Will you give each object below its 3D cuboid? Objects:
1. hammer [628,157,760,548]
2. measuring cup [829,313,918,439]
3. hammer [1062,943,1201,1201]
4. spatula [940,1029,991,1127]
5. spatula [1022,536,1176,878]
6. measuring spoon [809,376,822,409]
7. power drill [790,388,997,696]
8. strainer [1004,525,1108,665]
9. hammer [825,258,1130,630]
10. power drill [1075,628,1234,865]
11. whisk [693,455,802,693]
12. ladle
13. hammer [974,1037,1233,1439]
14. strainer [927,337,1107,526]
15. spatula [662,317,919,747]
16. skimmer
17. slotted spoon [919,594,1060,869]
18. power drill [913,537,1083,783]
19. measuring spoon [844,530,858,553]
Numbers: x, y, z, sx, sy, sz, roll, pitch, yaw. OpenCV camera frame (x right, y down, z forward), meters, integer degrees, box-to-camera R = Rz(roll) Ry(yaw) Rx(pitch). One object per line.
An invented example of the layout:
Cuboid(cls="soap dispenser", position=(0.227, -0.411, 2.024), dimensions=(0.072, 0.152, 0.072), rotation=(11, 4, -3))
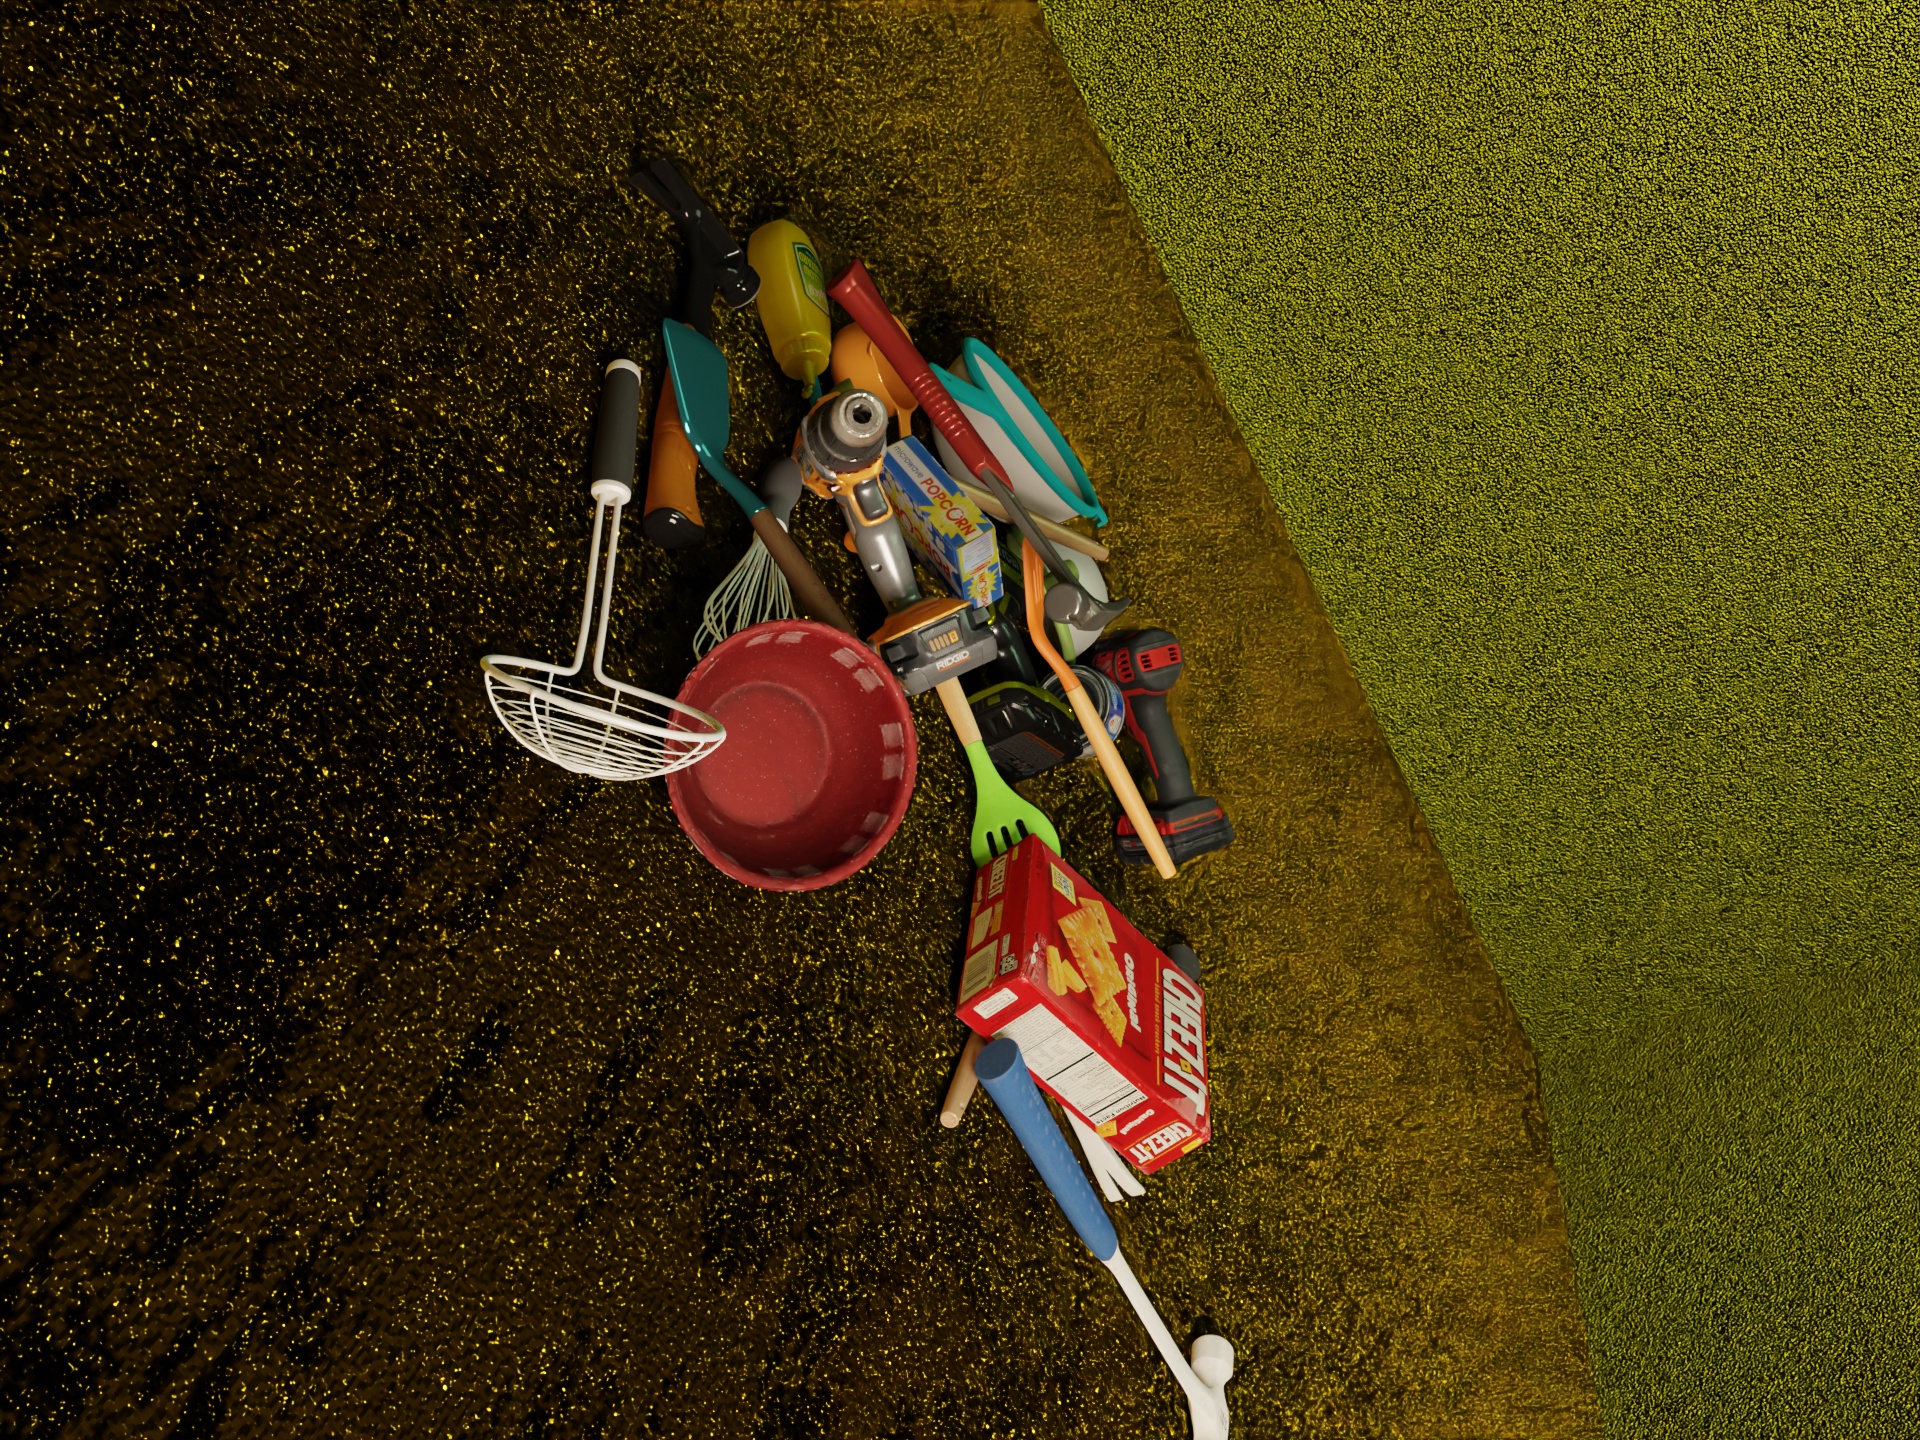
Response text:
Cuboid(cls="hammer", position=(-0.193, -0.251, 1.106), dimensions=(0.127, 0.034, 0.337), rotation=(47, 30, -43))
Cuboid(cls="measuring cup", position=(-0.071, -0.265, 1.385), dimensions=(0.095, 0.052, 0.174), rotation=(2, 81, -64))
Cuboid(cls="hammer", position=(0.163, 0.283, 1.420), dimensions=(0.149, 0.036, 0.409), rotation=(68, 22, -2))
Cuboid(cls="spatula", position=(0.030, 0.212, 1.205), dimensions=(0.059, 0.018, 0.316), rotation=(63, 22, -13))
Cuboid(cls="spatula", position=(0.116, -0.010, 1.365), dimensions=(0.322, 0.041, 0.081), rotation=(62, 17, -6))
Cuboid(cls="measuring spoon", position=(-0.118, -0.295, 1.334), dimensions=(0.042, 0.021, 0.129), rotation=(28, 45, -58))
Cuboid(cls="power drill", position=(-0.053, -0.134, 1.171), dimensions=(0.226, 0.084, 0.185), rotation=(66, -12, -4))
Cuboid(cls="strainer", position=(0.106, -0.132, 1.496), dimensions=(0.256, 0.069, 0.151), rotation=(147, -79, -85))
Cuboid(cls="hammer", position=(0.009, -0.222, 1.283), dimensions=(0.359, 0.036, 0.149), rotation=(55, 19, 9))
Cuboid(cls="power drill", position=(0.176, 0.023, 1.572), dimensions=(0.188, 0.080, 0.226), rotation=(170, -96, -70))
Cuboid(cls="whisk", position=(-0.134, -0.110, 1.090), dimensions=(0.070, 0.070, 0.285), rotation=(54, 21, -30))
Cuboid(cls="ladle", position=(0.014, -0.204, 1.364), dimensions=(0.320, 0.062, 0.078), rotation=(19, 34, -34))
Cuboid(cls="hammer", position=(0.113, 0.399, 1.170), dimensions=(0.405, 0.035, 0.144), rotation=(61, 23, -23))
Cuboid(cls="strainer", position=(0.013, -0.263, 1.493), dimensions=(0.211, 0.095, 0.340), rotation=(59, 19, 14))
Cuboid(cls="spatula", position=(-0.108, -0.119, 1.022), dimensions=(0.318, 0.044, 0.082), rotation=(56, 14, 14))
Cuboid(cls="skimmer", position=(-0.192, -0.108, 0.901), dimensions=(0.127, 0.090, 0.364), rotation=(16, 45, -23))
Cuboid(cls="slotted spoon", position=(-0.002, -0.004, 1.283), dimensions=(0.314, 0.070, 0.031), rotation=(67, 12, 9))
Cuboid(cls="power drill", position=(0.020, -0.075, 1.376), dimensions=(0.190, 0.080, 0.229), rotation=(32, 39, -57))
Cuboid(cls="measuring spoon", position=(-0.066, -0.104, 1.296), dimensions=(0.116, 0.011, 0.021), rotation=(61, 20, -25))
